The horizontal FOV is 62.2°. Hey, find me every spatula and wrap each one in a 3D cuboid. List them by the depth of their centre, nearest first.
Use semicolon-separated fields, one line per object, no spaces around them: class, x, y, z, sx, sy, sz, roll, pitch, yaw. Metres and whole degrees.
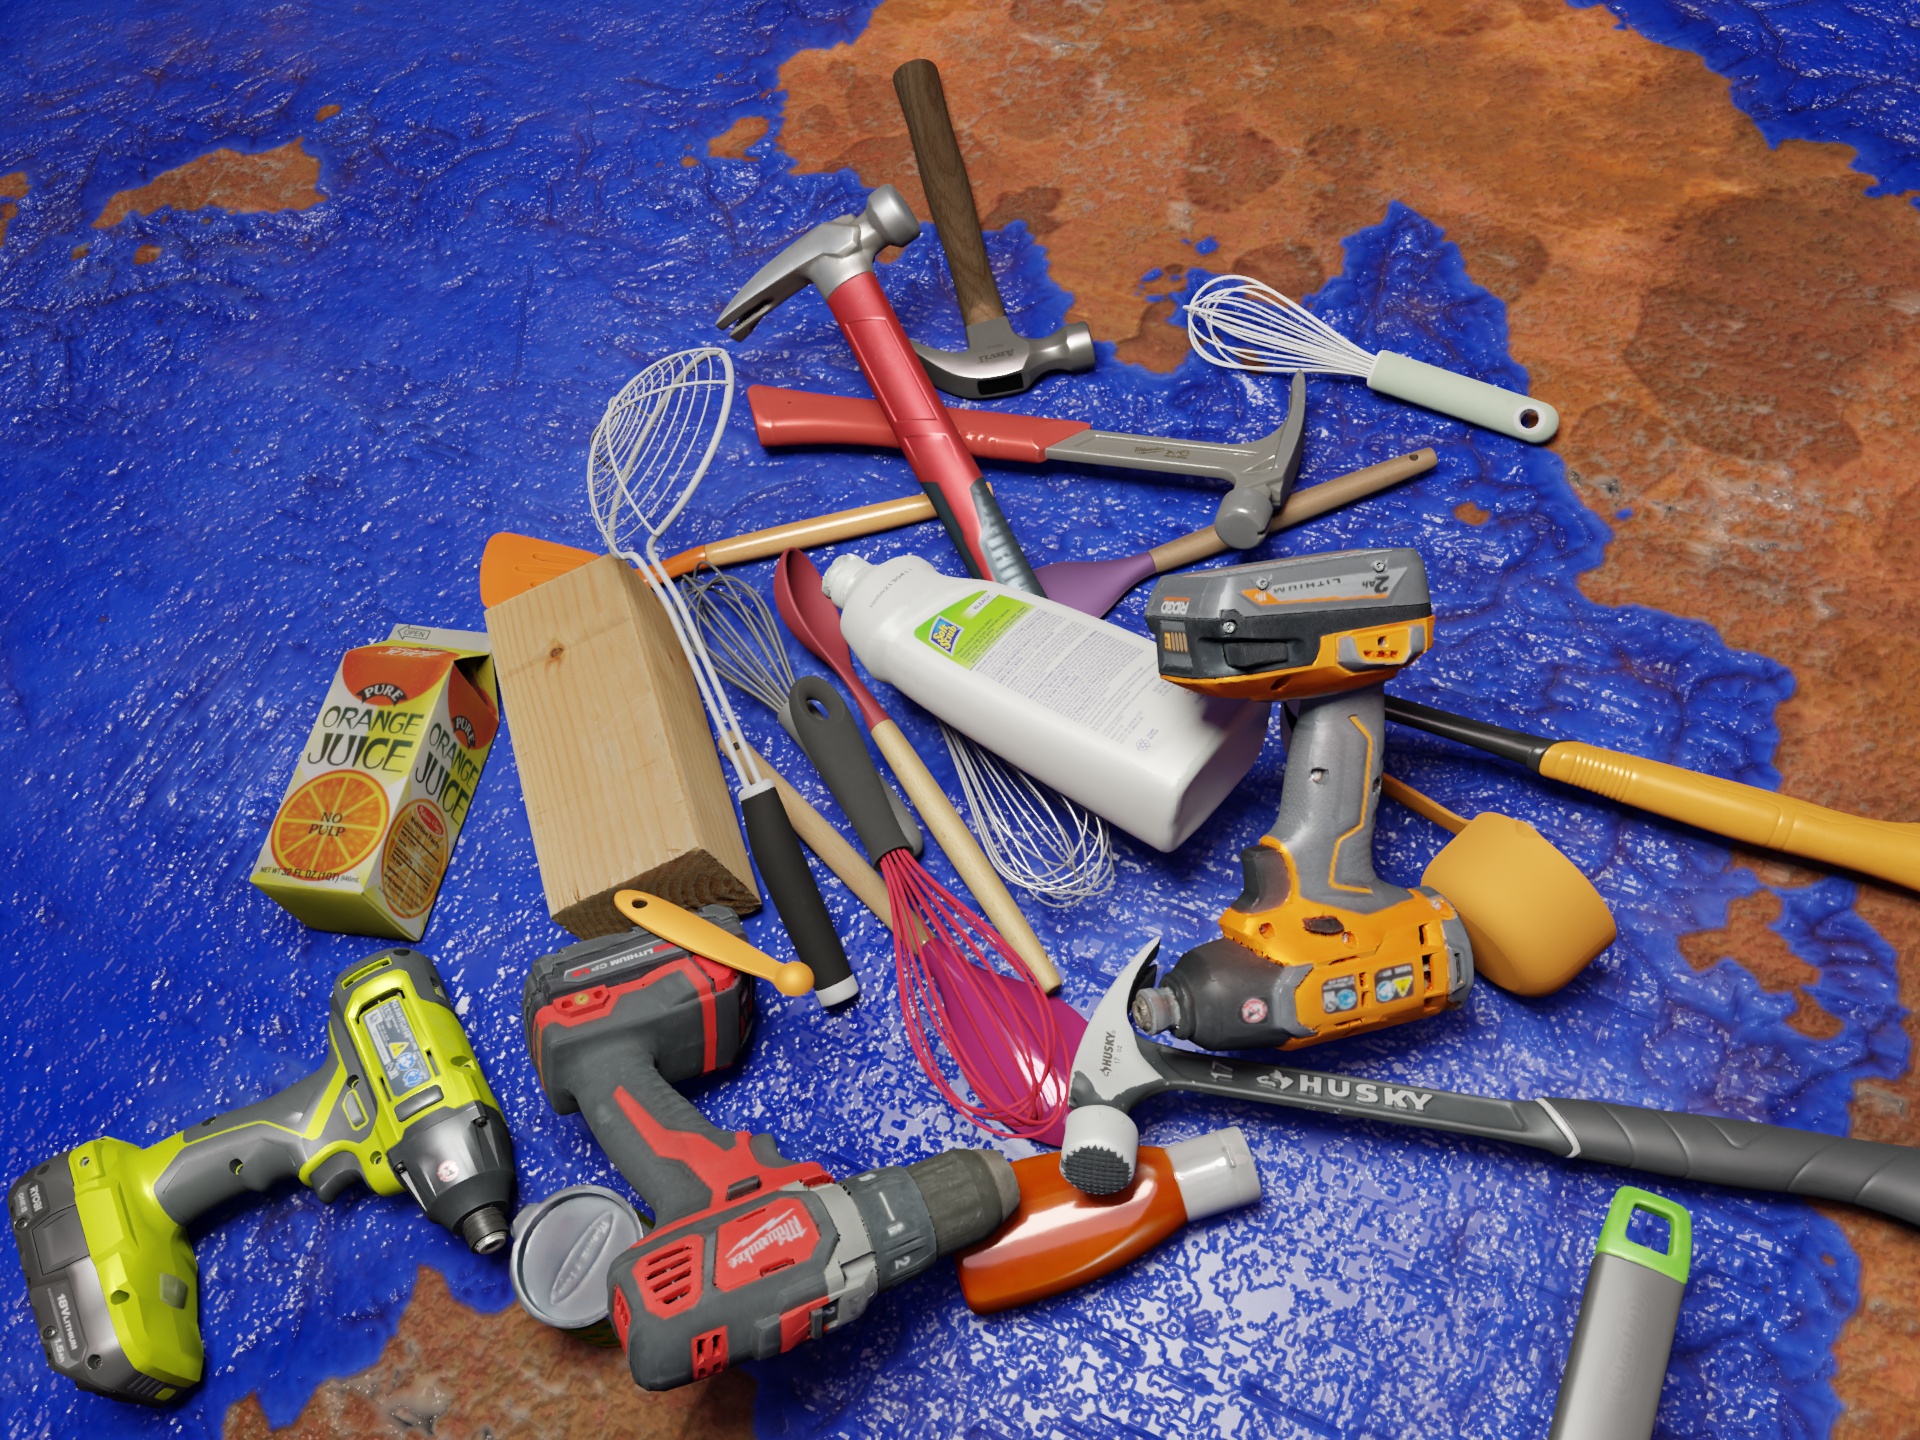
spatula;0.141;-0.103;0.961;0.316;0.018;0.060;-21;60;-2
spatula;-0.138;-0.116;1.003;0.322;0.041;0.081;-13;42;0

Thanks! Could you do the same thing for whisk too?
whisk;-0.026;0.087;0.829;0.073;0.073;0.296;-26;59;-6
whisk;-0.001;-0.003;0.909;0.070;0.070;0.285;-30;55;-9
whisk;-0.096;-0.008;0.930;0.055;0.055;0.239;-36;65;-12
whisk;0.254;-0.223;1.001;0.246;0.059;0.058;24;103;17

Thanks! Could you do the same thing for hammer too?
hammer;0.257;0.185;0.746;0.409;0.036;0.149;7;34;8
hammer;0.331;0.028;0.816;0.337;0.034;0.127;17;22;13
hammer;-0.017;-0.134;0.953;0.143;0.038;0.387;-32;71;15
hammer;0.034;-0.185;1.009;0.359;0.036;0.149;10;48;18
hammer;-0.006;-0.356;1.128;0.130;0.031;0.332;-14;58;1

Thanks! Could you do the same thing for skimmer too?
skimmer;-0.113;-0.027;0.872;0.090;0.127;0.363;-21;88;-43

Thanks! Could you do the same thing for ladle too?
ladle;-0.030;0.023;0.899;0.031;0.069;0.316;-39;63;10

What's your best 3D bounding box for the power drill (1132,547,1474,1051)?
power drill;0.148;0.042;0.735;0.164;0.084;0.226;-10;98;-17

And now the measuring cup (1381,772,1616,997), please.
measuring cup;0.247;0.076;0.813;0.052;0.095;0.174;-42;44;-10

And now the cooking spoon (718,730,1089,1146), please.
cooking spoon;-0.035;0.107;0.868;0.069;0.017;0.319;-39;62;-15

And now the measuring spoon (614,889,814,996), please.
measuring spoon;-0.124;0.107;0.790;0.117;0.011;0.021;22;40;18

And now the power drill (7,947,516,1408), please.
power drill;-0.346;0.239;0.811;0.223;0.080;0.171;-29;59;-11

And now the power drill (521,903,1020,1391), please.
power drill;-0.097;0.190;0.755;0.188;0.080;0.227;-14;40;-25

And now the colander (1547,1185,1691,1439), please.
colander;0.221;0.379;0.624;0.204;0.094;0.397;19;61;18
